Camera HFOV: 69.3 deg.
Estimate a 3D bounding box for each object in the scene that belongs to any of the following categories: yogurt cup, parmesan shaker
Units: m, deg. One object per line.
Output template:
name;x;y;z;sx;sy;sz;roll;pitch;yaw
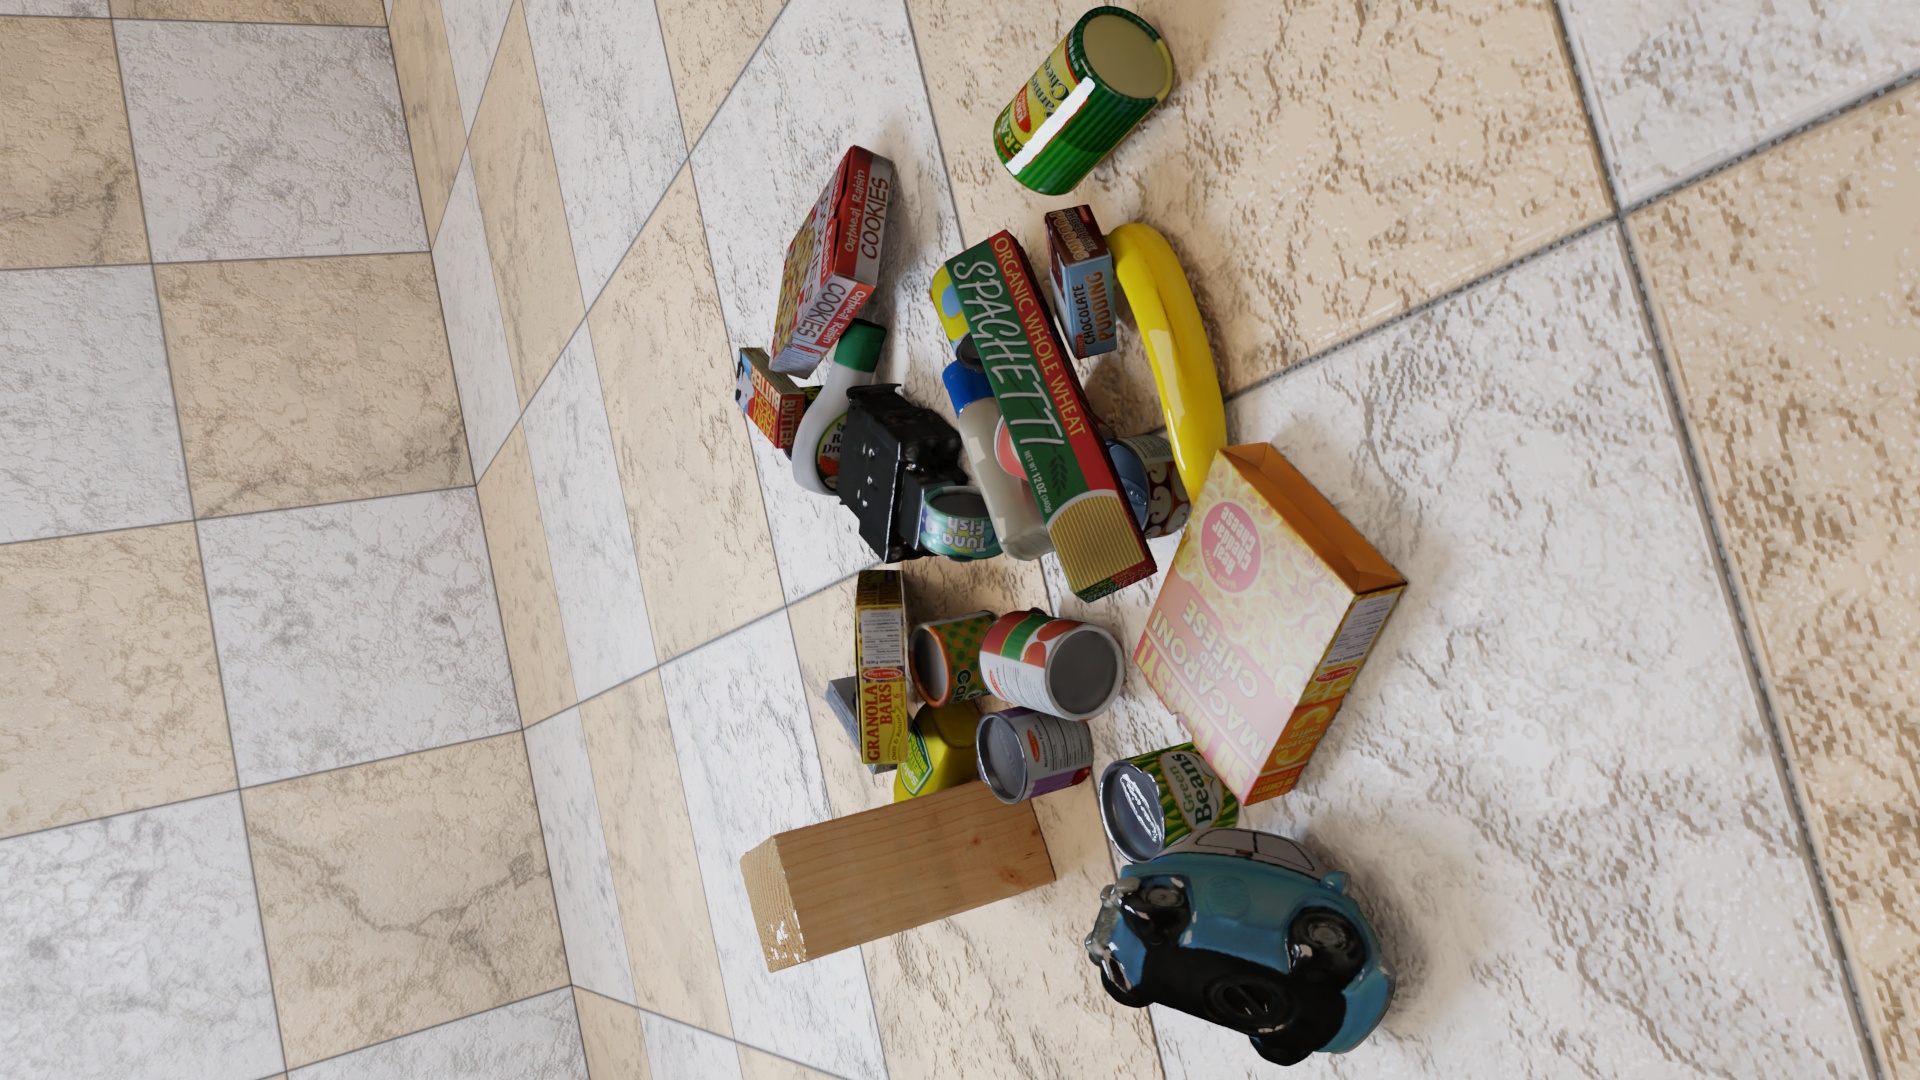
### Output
yogurt cup;0.064;-0.062;0.904;0.054;0.072;0.072;37;130;40
parmesan shaker;0.072;-0.263;0.830;0.102;0.071;0.071;-35;68;58

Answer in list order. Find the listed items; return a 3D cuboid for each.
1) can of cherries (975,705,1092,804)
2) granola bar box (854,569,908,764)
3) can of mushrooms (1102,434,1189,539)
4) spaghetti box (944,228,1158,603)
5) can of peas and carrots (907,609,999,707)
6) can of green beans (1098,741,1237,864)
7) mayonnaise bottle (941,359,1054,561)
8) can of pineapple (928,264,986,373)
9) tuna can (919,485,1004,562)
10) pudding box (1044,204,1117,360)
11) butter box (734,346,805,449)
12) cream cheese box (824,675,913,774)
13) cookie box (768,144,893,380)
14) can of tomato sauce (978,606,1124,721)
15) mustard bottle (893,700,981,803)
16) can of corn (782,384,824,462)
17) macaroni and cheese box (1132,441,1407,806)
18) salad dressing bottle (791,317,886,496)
can of cherries;0.051;0.149;0.992;0.071;0.058;0.071;27;122;54
granola bar box;-0.064;0.097;1.125;0.166;0.039;0.124;-112;20;-82
can of mushrooms;0.109;-0.030;0.863;0.071;0.033;0.070;24;119;55
spaghetti box;0.052;-0.083;0.861;0.050;0.028;0.251;-26;66;15
can of peas and carrots;0.000;0.093;1.066;0.071;0.059;0.070;27;121;56
can of green beans;0.128;0.162;0.859;0.071;0.058;0.071;26;120;56
mayonnaise bottle;0.027;-0.060;0.976;0.041;0.064;0.148;-26;67;13
can of pineapple;0.017;-0.159;0.955;0.070;0.071;0.058;-54;51;52
tuna can;0.004;-0.013;1.018;0.071;0.071;0.032;38;130;50
pudding box;0.074;-0.157;0.851;0.083;0.030;0.050;76;178;-53
butter box;-0.167;-0.125;1.211;0.104;0.024;0.052;46;135;47
cream cheese box;-0.074;0.160;1.223;0.104;0.053;0.024;50;137;42
cookie box;-0.109;-0.225;1.142;0.166;0.040;0.123;141;139;-58
can of tomato sauce;0.063;0.083;0.947;0.083;0.071;0.071;6;103;59
mustard bottle;-0.024;0.192;1.147;0.065;0.049;0.159;66;148;35
can of corn;-0.123;-0.106;1.226;0.071;0.058;0.071;25;120;56
macaroni and cheese box;0.165;0.048;0.780;0.124;0.040;0.165;55;142;39
salad dressing bottle;-0.100;-0.112;1.168;0.044;0.064;0.147;31;110;43
